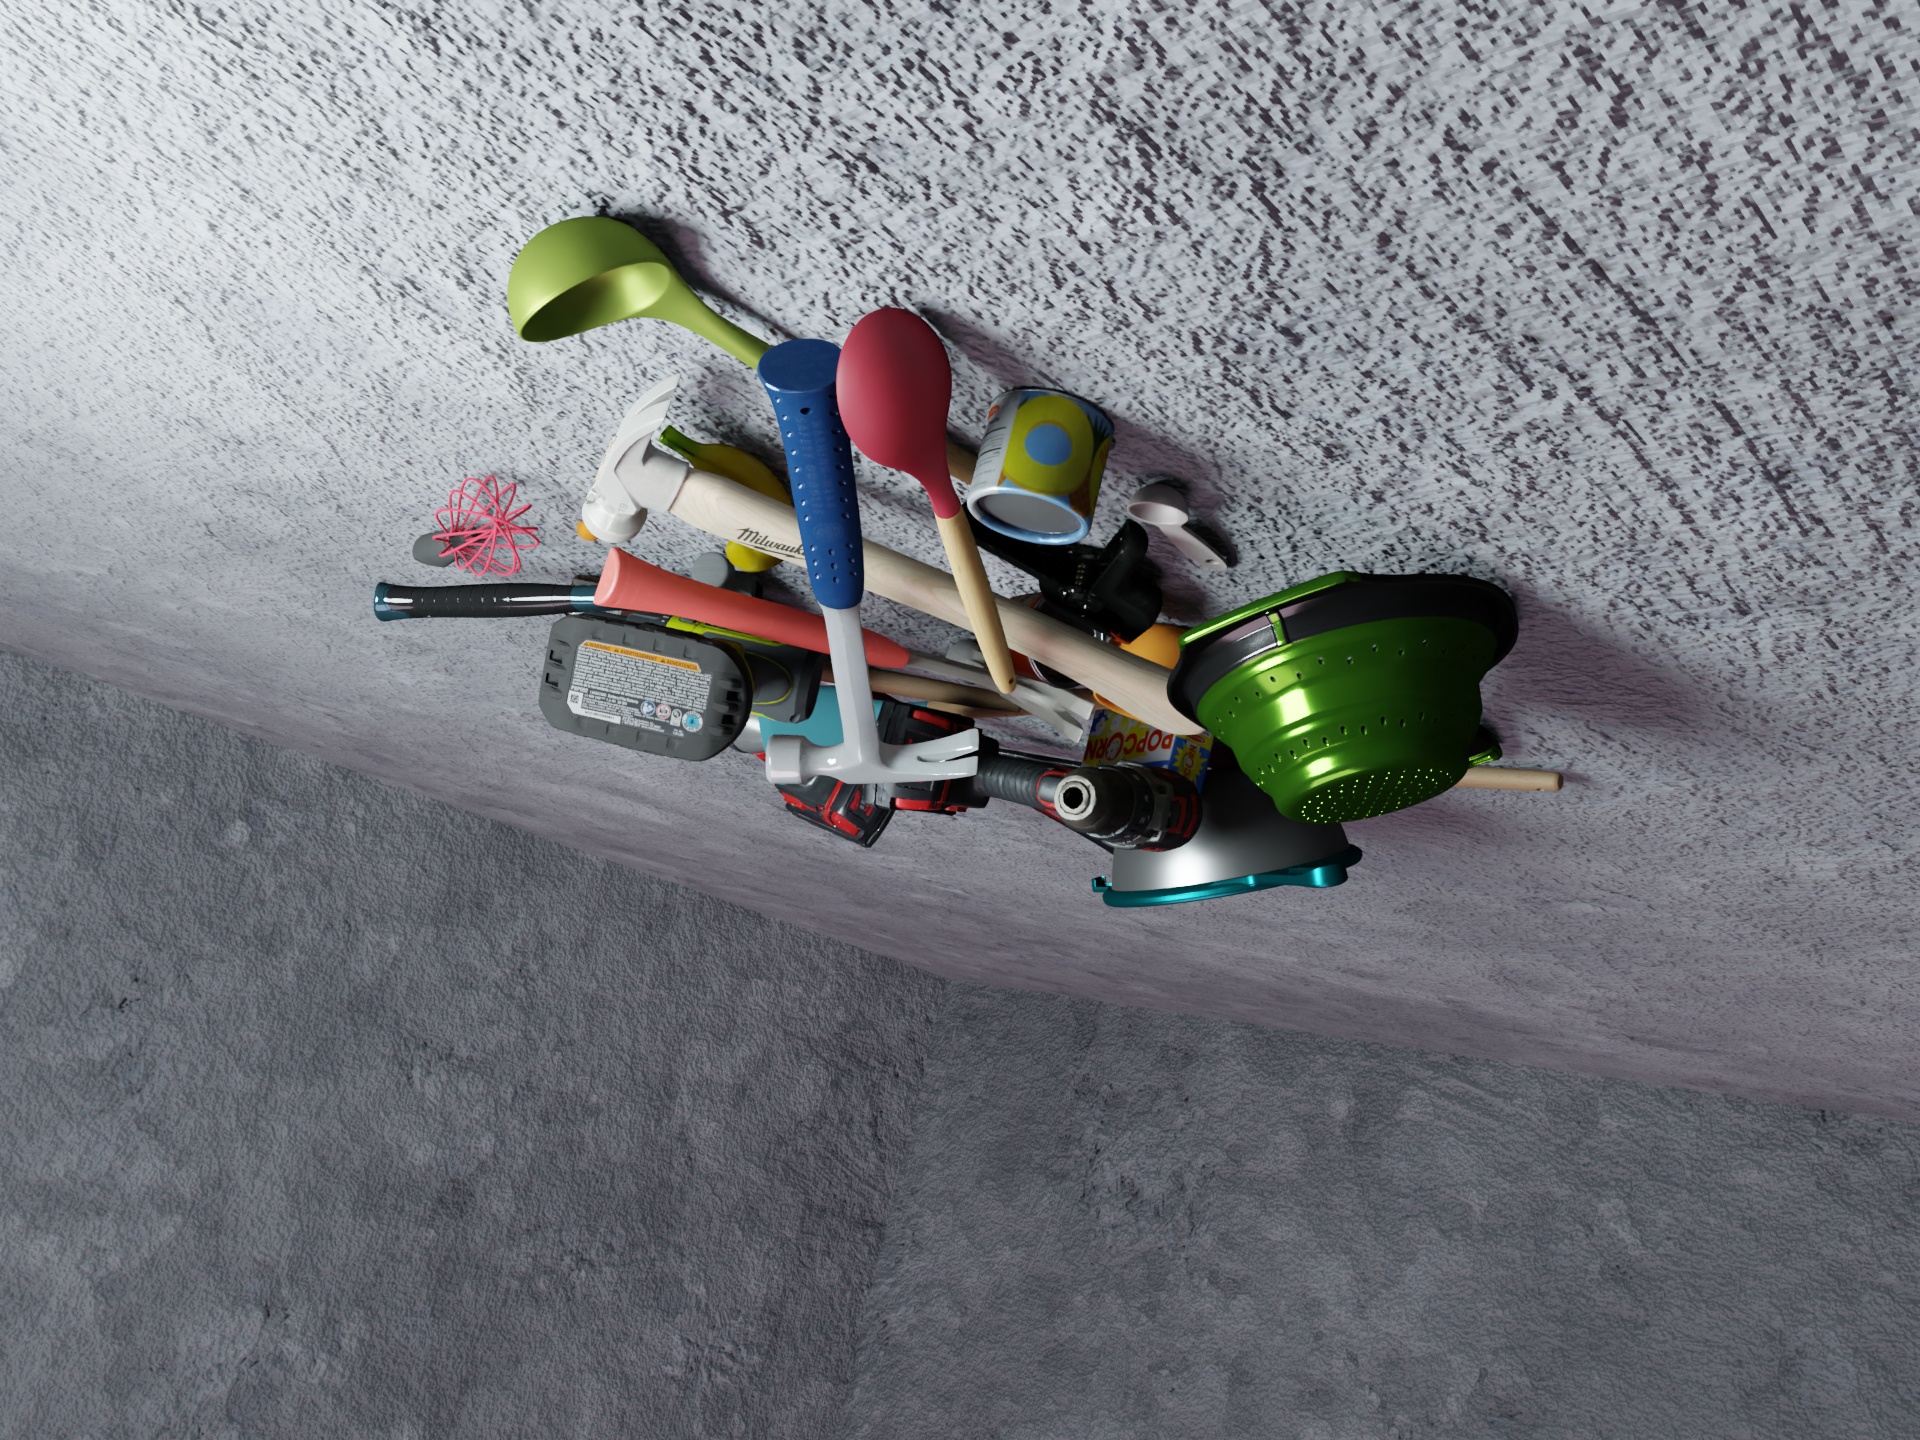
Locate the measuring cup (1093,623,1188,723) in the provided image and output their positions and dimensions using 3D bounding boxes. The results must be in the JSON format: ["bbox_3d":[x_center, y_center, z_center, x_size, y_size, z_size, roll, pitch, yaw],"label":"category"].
[{"bbox_3d":[0.182,-0.024,1.101,0.173,0.052,0.095,11,165,4],"label":"measuring cup"}]

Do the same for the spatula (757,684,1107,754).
[{"bbox_3d":[-0.002,-0.004,1.253,0.317,0.082,0.044,-5,-160,16],"label":"spatula"}]

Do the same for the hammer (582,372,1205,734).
[{"bbox_3d":[-0.016,-0.082,0.958,0.410,0.038,0.146,22,153,-17],"label":"hammer"}]

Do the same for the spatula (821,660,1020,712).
[{"bbox_3d":[-0.108,-0.040,1.237,0.316,0.018,0.059,10,166,7],"label":"spatula"}]

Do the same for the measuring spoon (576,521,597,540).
[{"bbox_3d":[-0.256,-0.146,1.136,0.021,0.011,0.117,20,165,-21],"label":"measuring spoon"}]

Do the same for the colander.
[{"bbox_3d":[0.275,0.018,0.987,0.204,0.095,0.396,-22,156,29],"label":"colander"}]

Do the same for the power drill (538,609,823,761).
[{"bbox_3d":[-0.207,-0.036,1.111,0.190,0.080,0.228,13,-173,3],"label":"power drill"}]

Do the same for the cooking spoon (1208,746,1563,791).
[{"bbox_3d":[0.323,0.041,1.273,0.319,0.017,0.068,2,161,43],"label":"cooking spoon"}]

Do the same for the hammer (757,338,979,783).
[{"bbox_3d":[-0.063,-0.066,0.918,0.144,0.035,0.405,1,150,2],"label":"hammer"}]

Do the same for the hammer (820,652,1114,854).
[{"bbox_3d":[0.037,0.042,1.376,0.386,0.038,0.143,30,161,-13],"label":"hammer"}]

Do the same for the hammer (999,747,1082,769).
[{"bbox_3d":[-0.011,0.023,1.497,0.409,0.036,0.149,10,166,19],"label":"hammer"}]

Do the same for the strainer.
[{"bbox_3d":[0.219,0.081,1.225,0.211,0.095,0.340,-10,177,-8],"label":"strainer"}]

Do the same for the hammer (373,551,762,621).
[{"bbox_3d":[-0.310,-0.095,1.236,0.331,0.033,0.128,0,168,15],"label":"hammer"}]

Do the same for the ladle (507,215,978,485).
[{"bbox_3d":[-0.081,-0.165,0.814,0.319,0.062,0.078,22,148,-38],"label":"ladle"}]

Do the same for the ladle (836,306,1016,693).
[{"bbox_3d":[-0.003,-0.098,0.856,0.031,0.069,0.315,31,162,27],"label":"ladle"}]

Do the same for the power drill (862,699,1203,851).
[{"bbox_3d":[0.044,0.044,1.127,0.227,0.080,0.187,11,180,27],"label":"power drill"}]

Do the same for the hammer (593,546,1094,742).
[{"bbox_3d":[-0.077,-0.052,1.067,0.358,0.036,0.149,13,-169,-41],"label":"hammer"}]

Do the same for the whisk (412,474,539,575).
[{"bbox_3d":[-0.377,-0.138,1.202,0.073,0.073,0.296,22,171,-27],"label":"whisk"}]

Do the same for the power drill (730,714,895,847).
[{"bbox_3d":[-0.149,0.029,1.420,0.143,0.078,0.219,19,165,40],"label":"power drill"}]

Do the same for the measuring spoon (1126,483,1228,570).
[{"bbox_3d":[0.129,-0.110,0.908,0.034,0.018,0.124,6,170,29],"label":"measuring spoon"}]
